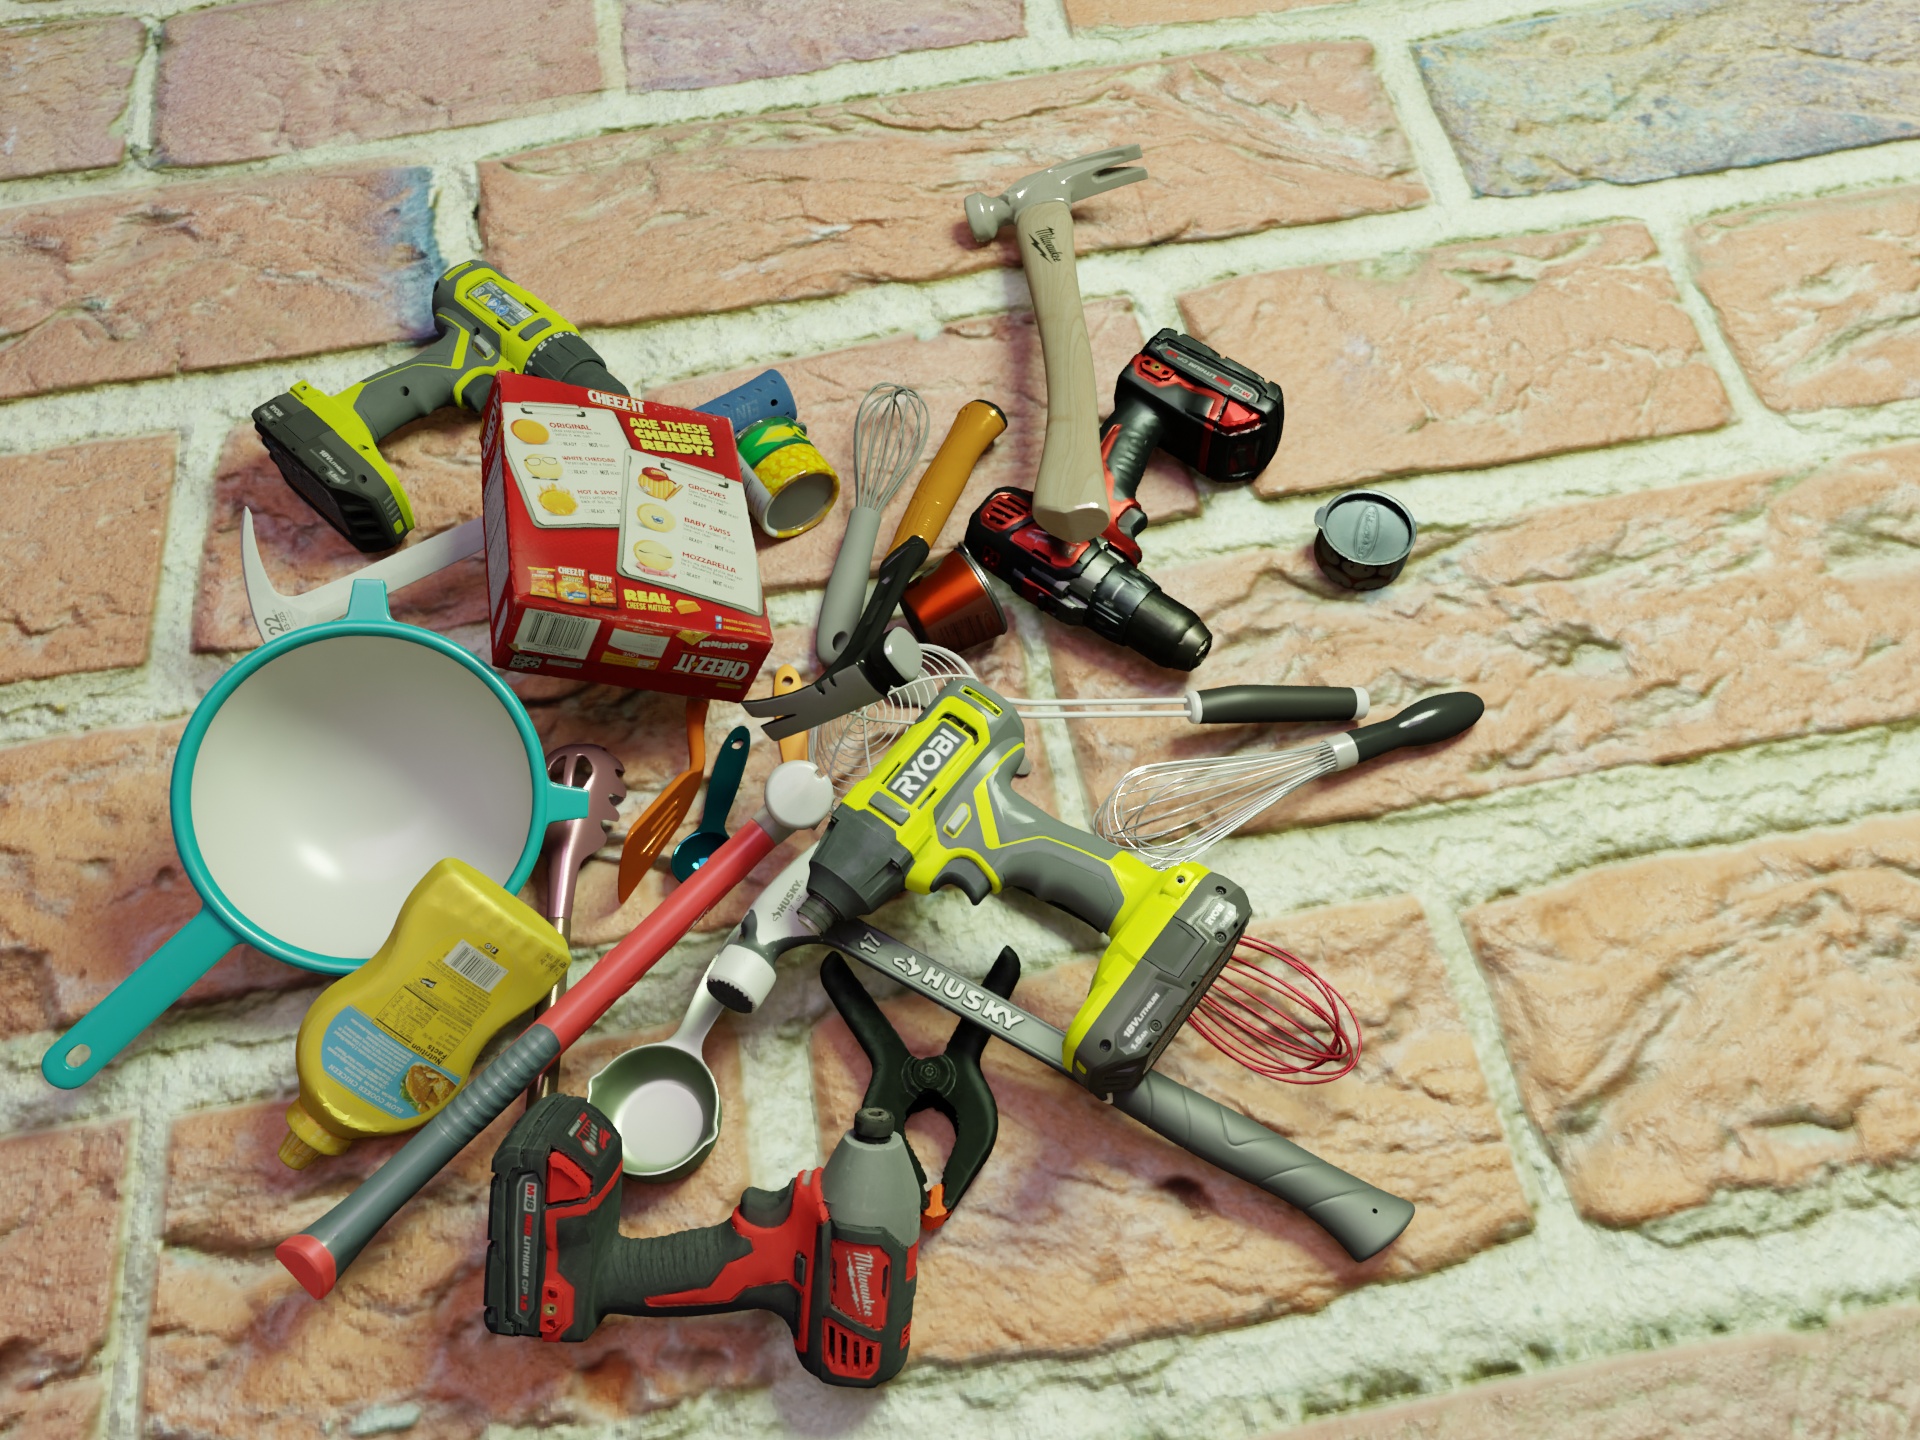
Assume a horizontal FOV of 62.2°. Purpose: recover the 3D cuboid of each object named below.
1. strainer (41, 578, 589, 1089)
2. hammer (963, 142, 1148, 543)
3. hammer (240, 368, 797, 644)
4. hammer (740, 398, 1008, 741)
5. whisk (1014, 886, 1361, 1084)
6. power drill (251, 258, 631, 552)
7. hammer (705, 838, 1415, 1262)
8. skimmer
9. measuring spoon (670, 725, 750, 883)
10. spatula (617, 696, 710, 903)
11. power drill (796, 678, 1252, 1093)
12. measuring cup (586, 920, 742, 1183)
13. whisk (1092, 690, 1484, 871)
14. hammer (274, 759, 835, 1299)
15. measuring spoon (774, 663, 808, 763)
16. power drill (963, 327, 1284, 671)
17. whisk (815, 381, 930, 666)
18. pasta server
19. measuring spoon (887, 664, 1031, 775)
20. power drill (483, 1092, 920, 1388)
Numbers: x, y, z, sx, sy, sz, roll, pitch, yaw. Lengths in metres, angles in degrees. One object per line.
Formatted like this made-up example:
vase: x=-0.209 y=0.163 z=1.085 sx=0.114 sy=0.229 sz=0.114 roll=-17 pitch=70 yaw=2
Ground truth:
strainer: x=-0.405 y=0.089 z=0.967 sx=0.340 sy=0.095 sz=0.211 roll=-44 pitch=99 yaw=-7
hammer: x=0.082 y=-0.281 z=1.142 sx=0.146 sy=0.038 sz=0.411 roll=-15 pitch=47 yaw=13
hammer: x=-0.298 y=-0.155 z=1.112 sx=0.405 sy=0.035 sz=0.144 roll=-30 pitch=107 yaw=-21
hammer: x=-0.036 y=-0.116 z=1.064 sx=0.127 sy=0.034 sz=0.337 roll=-22 pitch=29 yaw=34
whisk: x=0.106 y=0.128 z=0.960 sx=0.296 sy=0.073 sz=0.073 roll=29 pitch=64 yaw=23
power drill: x=-0.372 y=-0.227 z=1.163 sx=0.191 sy=0.080 sz=0.228 roll=39 pitch=65 yaw=21
hammer: x=0.067 y=0.189 z=0.908 sx=0.409 sy=0.036 sz=0.149 roll=27 pitch=55 yaw=7
skimmer: x=0.085 y=0.006 z=1.038 sx=0.363 sy=0.090 sz=0.127 roll=-1 pitch=61 yaw=-14
measuring spoon: x=-0.153 y=0.058 z=1.029 sx=0.042 sy=0.021 sz=0.129 roll=0 pitch=50 yaw=12
spatula: x=-0.181 y=-0.031 z=1.061 sx=0.041 sy=0.081 sz=0.323 roll=9 pitch=54 yaw=-8
power drill: x=0.032 y=0.099 z=0.889 sx=0.223 sy=0.080 sz=0.171 roll=34 pitch=70 yaw=18
measuring cup: x=-0.157 y=0.193 z=0.936 sx=0.083 sy=0.038 sz=0.168 roll=20 pitch=60 yaw=12
whisk: x=0.214 y=0.029 z=1.016 sx=0.284 sy=0.070 sz=0.070 roll=-18 pitch=61 yaw=-14
hammer: x=-0.220 y=0.169 z=0.902 sx=0.386 sy=0.143 sz=0.038 roll=-44 pitch=89 yaw=-11
measuring spoon: x=-0.111 y=0.010 z=1.055 sx=0.021 sy=0.011 sz=0.117 roll=-7 pitch=60 yaw=-3
power drill: x=0.137 y=-0.149 z=1.111 sx=0.188 sy=0.080 sz=0.227 roll=34 pitch=69 yaw=19
whisk: x=-0.066 y=-0.142 z=1.128 sx=0.055 sy=0.055 sz=0.239 roll=10 pitch=65 yaw=7
pasta server: x=-0.246 y=0.151 z=0.970 sx=0.060 sy=0.040 sz=0.316 roll=-1 pitch=64 yaw=0
measuring spoon: x=-0.002 y=-0.003 z=1.058 sx=0.124 sy=0.018 sz=0.034 roll=36 pitch=66 yaw=19
power drill: x=-0.130 y=0.265 z=0.839 sx=0.219 sy=0.078 sz=0.143 roll=6 pitch=98 yaw=3
